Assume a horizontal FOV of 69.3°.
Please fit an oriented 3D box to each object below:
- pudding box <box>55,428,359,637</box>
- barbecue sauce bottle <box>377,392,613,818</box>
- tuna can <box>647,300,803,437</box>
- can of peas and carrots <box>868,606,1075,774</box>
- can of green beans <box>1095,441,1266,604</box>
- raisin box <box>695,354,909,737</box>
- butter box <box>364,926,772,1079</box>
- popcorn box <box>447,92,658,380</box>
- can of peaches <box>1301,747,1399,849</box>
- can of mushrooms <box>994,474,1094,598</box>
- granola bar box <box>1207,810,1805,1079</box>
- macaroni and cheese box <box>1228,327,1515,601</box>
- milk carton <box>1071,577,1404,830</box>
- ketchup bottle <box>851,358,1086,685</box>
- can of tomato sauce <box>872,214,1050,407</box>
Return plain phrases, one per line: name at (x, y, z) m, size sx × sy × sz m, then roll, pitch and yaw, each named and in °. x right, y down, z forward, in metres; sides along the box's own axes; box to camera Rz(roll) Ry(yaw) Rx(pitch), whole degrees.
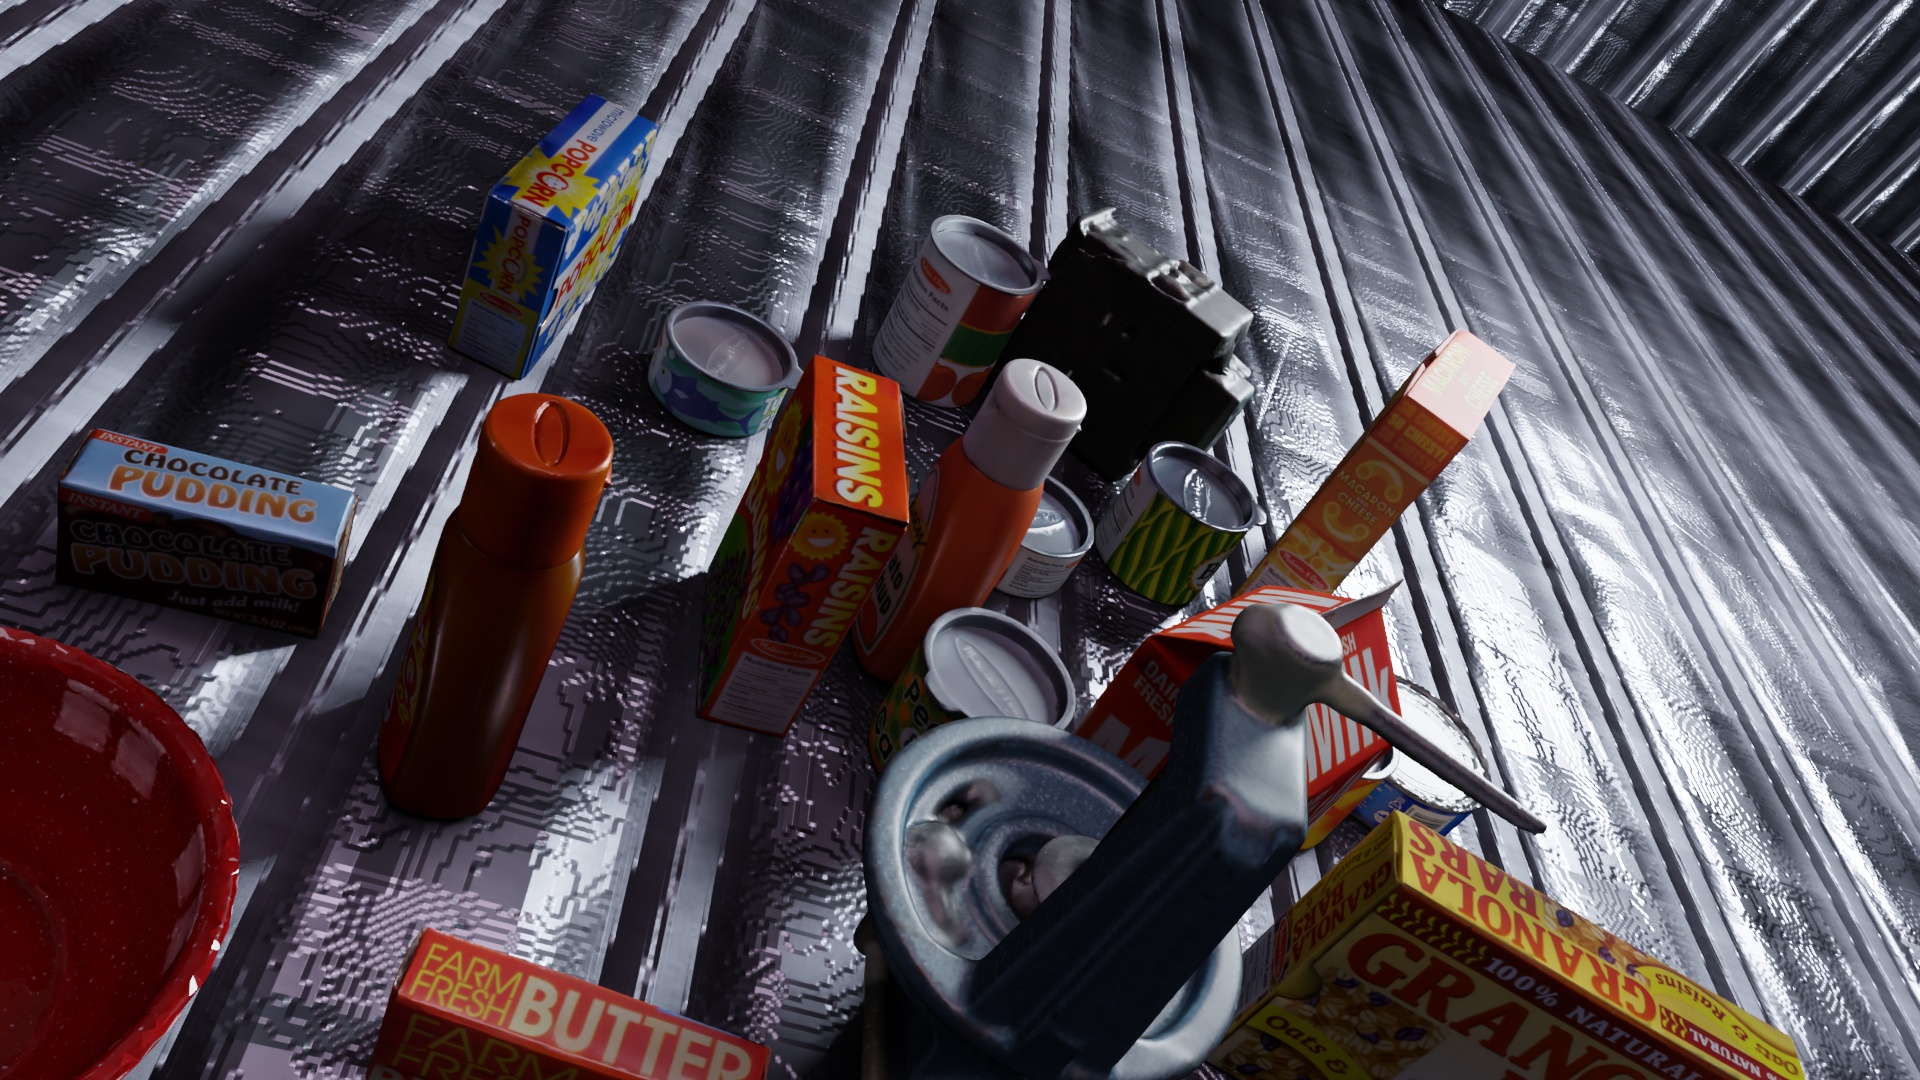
pudding box at (-0.251, -0.002, 0.466) m, size 0.084 × 0.049 × 0.030 m, roll 16°, pitch 39°, yaw -20°
barbecue sauce bottle at (-0.145, 0.020, 0.432) m, size 0.044 × 0.147 × 0.065 m, roll 14°, pitch 40°, yaw -23°
tuna can at (-0.113, -0.082, 0.673) m, size 0.071 × 0.032 × 0.071 m, roll 20°, pitch 38°, yaw -16°
can of peas and carrots at (0.002, 0.071, 0.555) m, size 0.071 × 0.058 × 0.071 m, roll 20°, pitch 38°, yaw -16°
can of green beans at (0.112, -0.009, 0.729) m, size 0.071 × 0.057 × 0.071 m, roll 20°, pitch 38°, yaw -16°
raisin box at (-0.062, 0.004, 0.534) m, size 0.040 × 0.122 × 0.086 m, roll 17°, pitch 38°, yaw -20°
butter box at (-0.111, 0.147, 0.390) m, size 0.103 × 0.052 × 0.024 m, roll 24°, pitch 37°, yaw -11°
popcorn box at (-0.188, -0.144, 0.648) m, size 0.038 × 0.084 × 0.127 m, roll 25°, pitch 37°, yaw -9°
can of peaches at (0.153, 0.099, 0.633) m, size 0.071 × 0.057 × 0.071 m, roll 20°, pitch 38°, yaw -16°
can of mushrooms at (0.029, -0.007, 0.687) m, size 0.071 × 0.033 × 0.071 m, roll 20°, pitch 38°, yaw -16°
granola bar box at (0.191, 0.185, 0.503) m, size 0.165 × 0.123 × 0.039 m, roll 30°, pitch 36°, yaw -2°
macaroni and cheese box at (0.209, -0.023, 0.723) m, size 0.040 × 0.165 × 0.124 m, roll 39°, pitch 37°, yaw 10°
milk carton at (0.083, 0.084, 0.488) m, size 0.072 × 0.189 × 0.073 m, roll -16°, pitch 57°, yaw -45°
ketchup bottle at (0.002, -0.007, 0.571) m, size 0.043 × 0.148 × 0.065 m, roll 18°, pitch 38°, yaw -19°
can of tomato sauce at (-0.001, -0.124, 0.760) m, size 0.071 × 0.082 × 0.071 m, roll 20°, pitch 38°, yaw -16°
